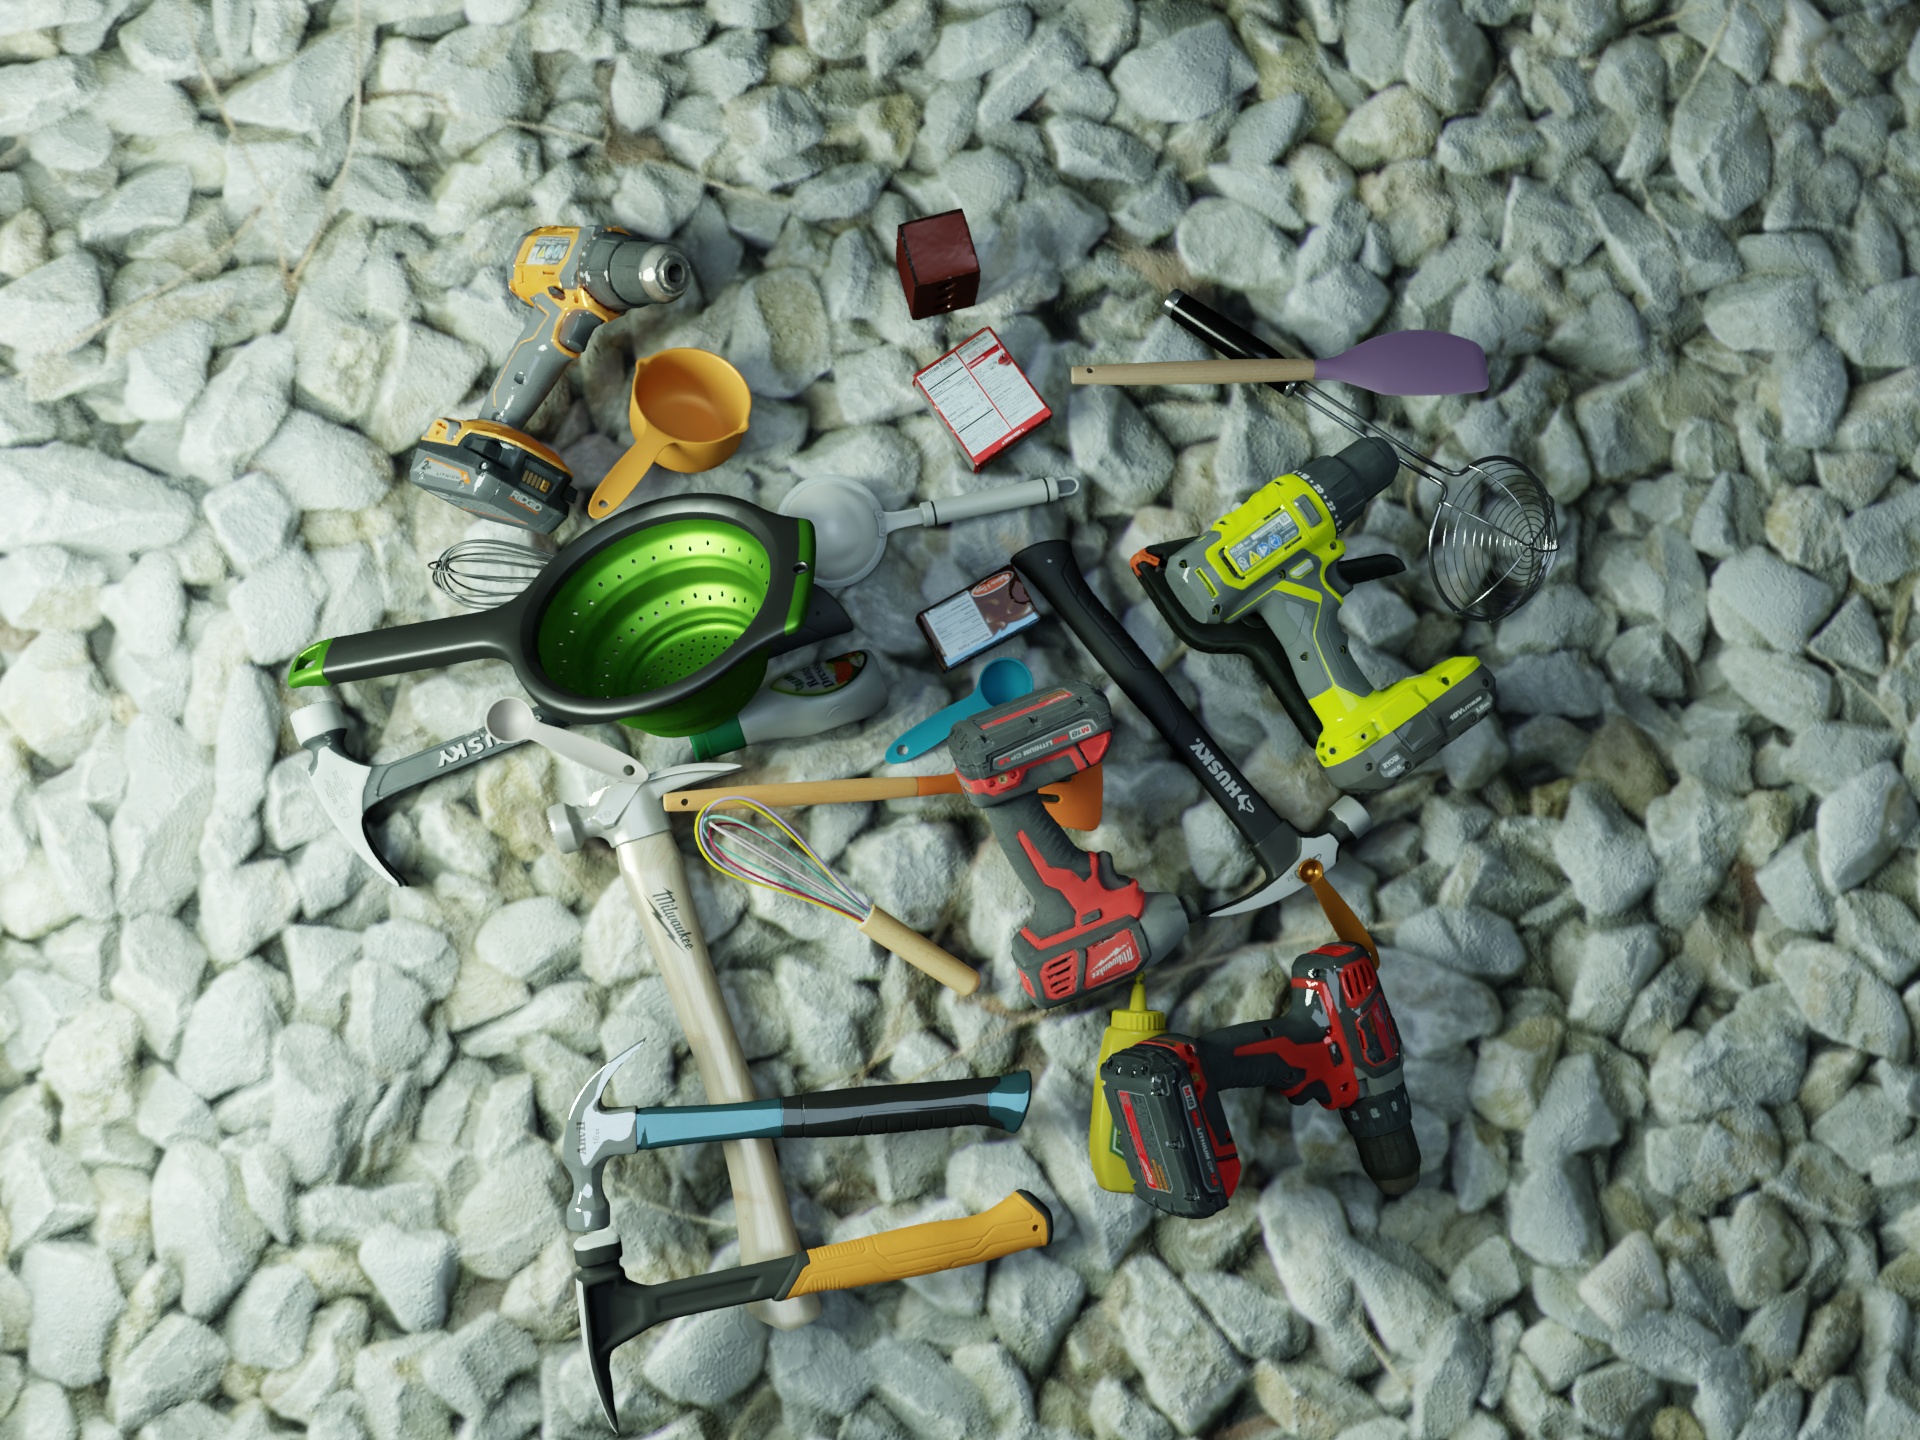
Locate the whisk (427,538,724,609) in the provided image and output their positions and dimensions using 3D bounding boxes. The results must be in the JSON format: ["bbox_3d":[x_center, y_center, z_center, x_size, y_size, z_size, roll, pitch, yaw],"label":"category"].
[{"bbox_3d":[-0.274,-0.107,1.186,0.239,0.055,0.055,2,84,-7],"label":"whisk"}]

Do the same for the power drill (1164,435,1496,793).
[{"bbox_3d":[0.288,-0.080,1.172,0.190,0.080,0.228,-35,90,-6],"label":"power drill"}]

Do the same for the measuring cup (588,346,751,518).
[{"bbox_3d":[-0.223,-0.198,1.170,0.095,0.052,0.174,32,61,0],"label":"measuring cup"}]

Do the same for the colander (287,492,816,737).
[{"bbox_3d":[-0.278,-0.044,1.123,0.397,0.094,0.205,-9,49,12],"label":"colander"}]

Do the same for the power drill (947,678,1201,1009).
[{"bbox_3d":[0.085,0.089,1.154,0.143,0.079,0.219,-21,103,-7],"label":"power drill"}]

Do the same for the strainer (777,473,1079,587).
[{"bbox_3d":[-0.033,-0.157,1.212,0.258,0.050,0.087,-13,100,-8],"label":"strainer"}]

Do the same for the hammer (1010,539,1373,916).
[{"bbox_3d":[0.153,-0.002,1.209,0.146,0.035,0.335,-39,87,-8],"label":"hammer"}]

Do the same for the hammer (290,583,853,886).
[{"bbox_3d":[-0.274,-0.009,1.180,0.409,0.036,0.149,-21,87,-6],"label":"hammer"}]

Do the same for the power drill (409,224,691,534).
[{"bbox_3d":[-0.288,-0.252,1.143,0.185,0.084,0.226,16,81,43],"label":"power drill"}]

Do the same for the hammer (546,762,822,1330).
[{"bbox_3d":[-0.170,0.235,1.160,0.146,0.038,0.411,-18,86,-7],"label":"hammer"}]

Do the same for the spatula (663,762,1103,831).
[{"bbox_3d":[-0.054,0.051,1.171,0.322,0.041,0.081,-3,95,-14],"label":"spatula"}]

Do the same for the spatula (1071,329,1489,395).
[{"bbox_3d":[0.242,-0.268,1.206,0.316,0.018,0.060,-2,68,-1],"label":"spatula"}]

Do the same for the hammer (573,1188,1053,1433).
[{"bbox_3d":[-0.094,0.393,1.116,0.336,0.034,0.127,-7,88,-16],"label":"hammer"}]

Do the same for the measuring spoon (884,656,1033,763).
[{"bbox_3d":[-0.002,-0.004,1.211,0.128,0.021,0.042,-32,87,2],"label":"measuring spoon"}]

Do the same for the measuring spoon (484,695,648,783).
[{"bbox_3d":[-0.285,0.018,1.155,0.124,0.018,0.034,24,77,-8],"label":"measuring spoon"}]

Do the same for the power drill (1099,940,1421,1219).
[{"bbox_3d":[0.229,0.279,1.141,0.226,0.080,0.188,-18,91,-26],"label":"power drill"}]

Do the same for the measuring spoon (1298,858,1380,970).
[{"bbox_3d":[0.284,0.147,1.195,0.021,0.011,0.116,-37,112,-3],"label":"measuring spoon"}]

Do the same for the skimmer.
[{"bbox_3d":[0.307,-0.216,1.247,0.363,0.090,0.127,37,80,11],"label":"skimmer"}]

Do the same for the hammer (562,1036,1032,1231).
[{"bbox_3d":[-0.112,0.282,1.127,0.331,0.033,0.128,-3,85,-7],"label":"hammer"}]

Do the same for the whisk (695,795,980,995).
[{"bbox_3d":[-0.089,0.134,1.154,0.245,0.051,0.047,35,39,-15],"label":"whisk"}]
